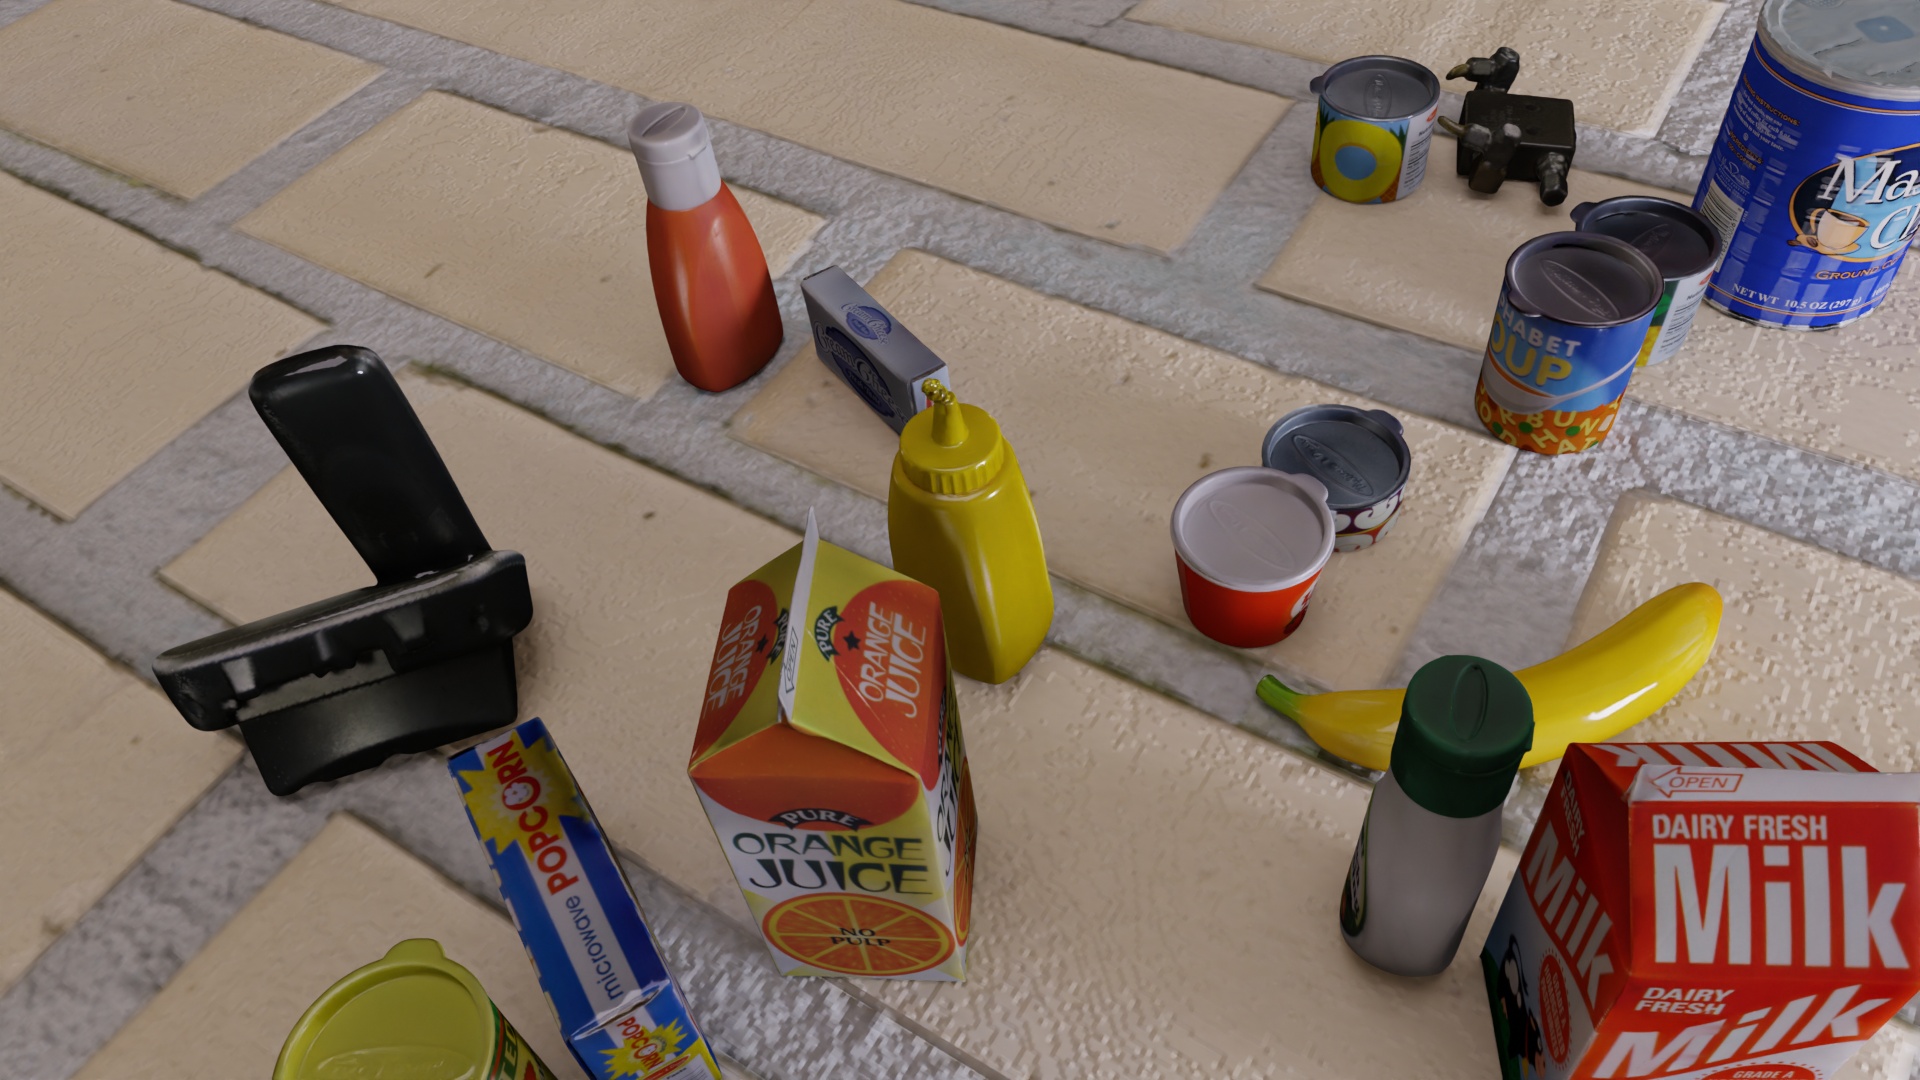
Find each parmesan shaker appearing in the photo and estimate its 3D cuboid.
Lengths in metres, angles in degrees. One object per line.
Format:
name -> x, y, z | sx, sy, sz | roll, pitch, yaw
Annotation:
parmesan shaker -> -0.166, 0.184, 0.451 | 0.071, 0.102, 0.072 | -3, 49, 4

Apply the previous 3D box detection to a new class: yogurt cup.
yogurt cup -> 0.124, 0.010, 0.600 | 0.072, 0.053, 0.073 | -3, 49, 4

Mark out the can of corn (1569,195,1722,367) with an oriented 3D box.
can of corn -> 0.333, -0.130, 0.694 | 0.071, 0.058, 0.071 | -3, 49, 4

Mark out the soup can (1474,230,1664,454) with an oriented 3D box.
soup can -> 0.279, -0.090, 0.649 | 0.071, 0.083, 0.072 | -3, 49, 4

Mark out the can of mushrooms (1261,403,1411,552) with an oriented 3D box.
can of mushrooms -> 0.174, -0.030, 0.642 | 0.071, 0.033, 0.071 | -3, 49, 4

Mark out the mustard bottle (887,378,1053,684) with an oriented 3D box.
mustard bottle -> 0.002, -0.007, 0.559 | 0.065, 0.159, 0.049 | 30, 59, 28

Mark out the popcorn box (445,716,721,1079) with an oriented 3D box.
popcorn box -> -0.135, 0.137, 0.500 | 0.038, 0.084, 0.127 | -28, 52, -16

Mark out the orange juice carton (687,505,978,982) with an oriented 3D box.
orange juice carton -> -0.039, 0.077, 0.470 | 0.073, 0.191, 0.072 | 0, 50, 7

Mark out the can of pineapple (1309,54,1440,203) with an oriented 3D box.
can of pineapple -> 0.235, -0.236, 0.797 | 0.071, 0.057, 0.071 | -3, 49, 4

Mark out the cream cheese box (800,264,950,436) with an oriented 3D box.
cream cheese box -> -0.042, -0.092, 0.708 | 0.024, 0.053, 0.104 | -31, 53, -19

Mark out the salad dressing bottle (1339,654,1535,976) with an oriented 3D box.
salad dressing bottle -> 0.157, 0.094, 0.462 | 0.044, 0.146, 0.064 | 13, 52, 17

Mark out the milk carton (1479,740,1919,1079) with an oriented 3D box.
milk carton -> 0.211, 0.117, 0.408 | 0.072, 0.189, 0.074 | -1, 50, 6

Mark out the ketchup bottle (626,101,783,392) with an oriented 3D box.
ketchup bottle -> -0.130, -0.147, 0.703 | 0.043, 0.148, 0.065 | 26, 57, 26
